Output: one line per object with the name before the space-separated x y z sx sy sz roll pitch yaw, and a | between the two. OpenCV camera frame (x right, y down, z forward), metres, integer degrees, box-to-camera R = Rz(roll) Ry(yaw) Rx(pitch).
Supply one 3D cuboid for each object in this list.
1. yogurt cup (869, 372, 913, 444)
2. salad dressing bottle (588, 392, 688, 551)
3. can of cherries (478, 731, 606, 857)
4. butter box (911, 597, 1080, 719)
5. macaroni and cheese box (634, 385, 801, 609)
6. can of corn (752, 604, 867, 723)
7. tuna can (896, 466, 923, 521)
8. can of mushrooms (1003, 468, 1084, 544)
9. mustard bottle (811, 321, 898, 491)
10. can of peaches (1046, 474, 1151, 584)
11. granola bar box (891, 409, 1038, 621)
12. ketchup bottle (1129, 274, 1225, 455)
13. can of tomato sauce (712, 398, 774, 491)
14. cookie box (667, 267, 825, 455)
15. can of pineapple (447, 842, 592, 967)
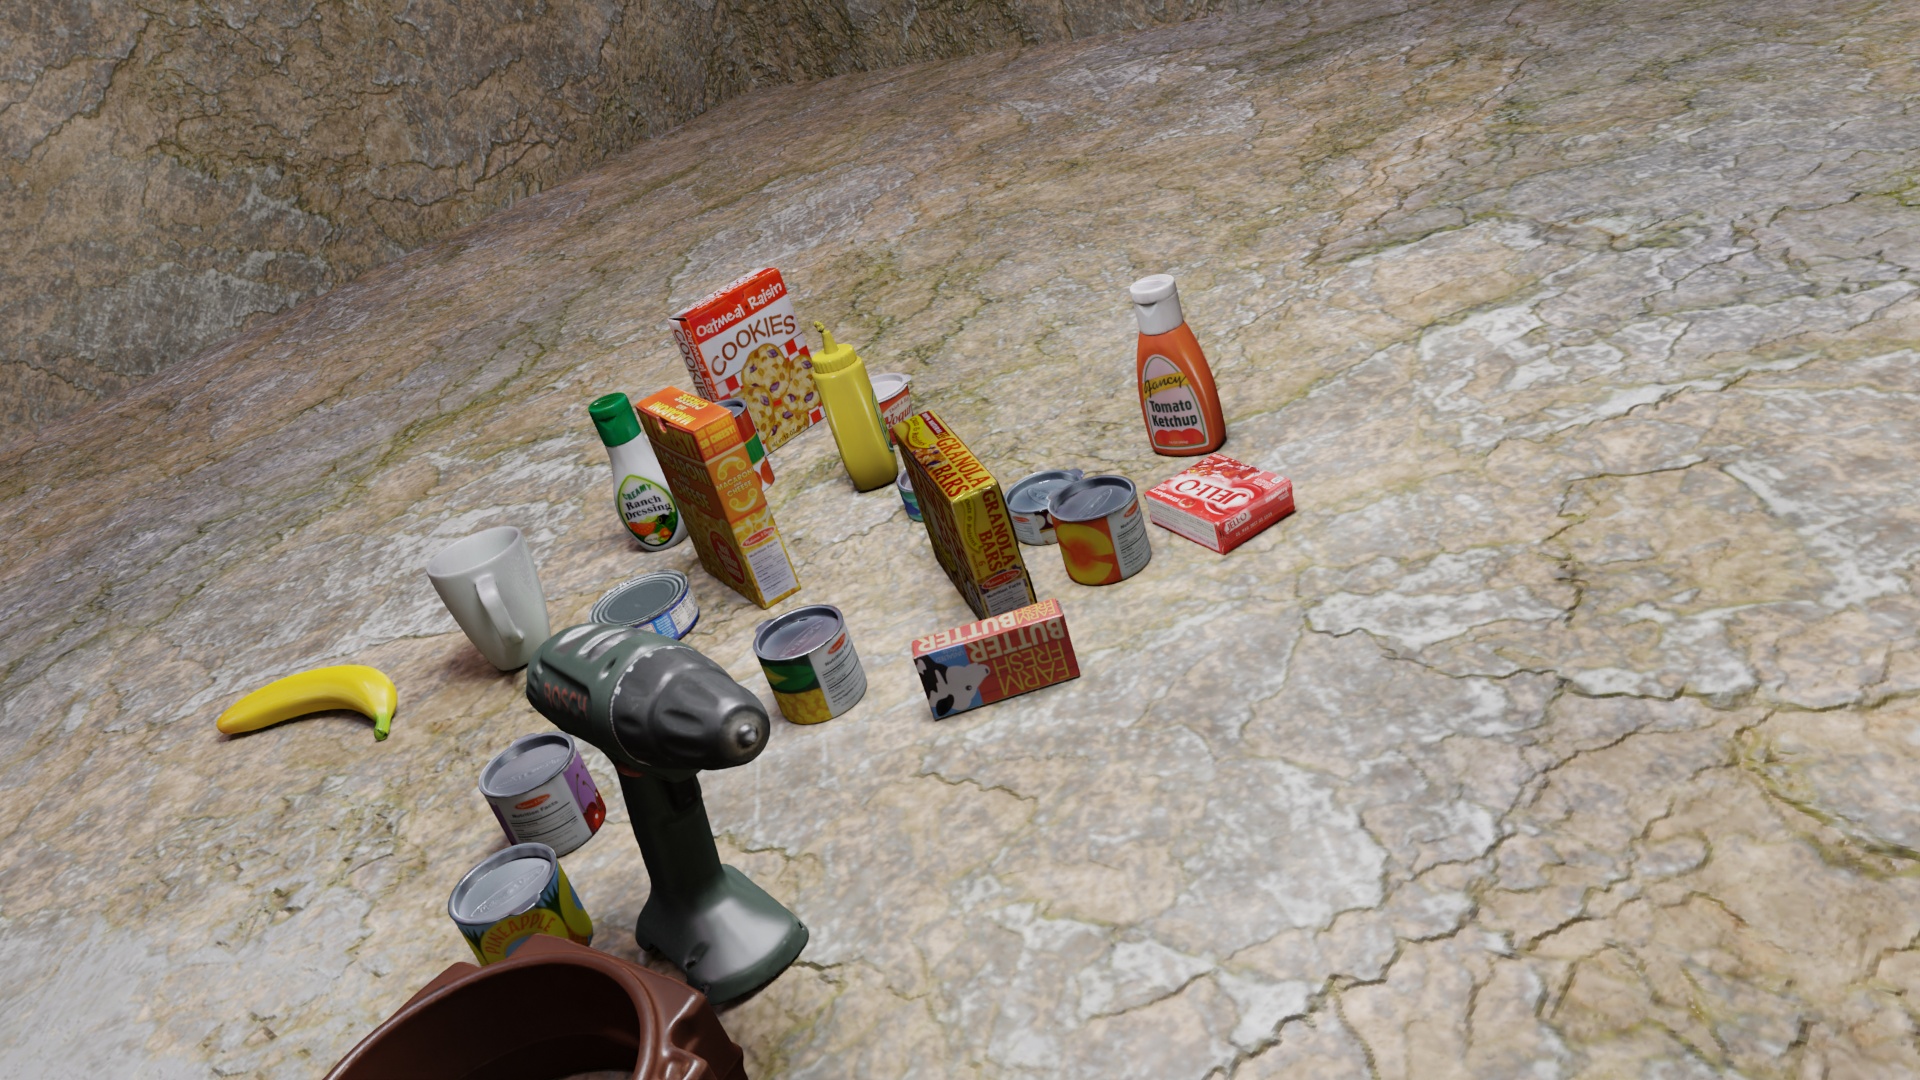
yogurt cup | -0.077 -0.126 1.358 0.072 0.053 0.073 -14 27 8
salad dressing bottle | -0.296 -0.063 1.273 0.064 0.147 0.044 -14 27 8
can of cherries | -0.278 0.170 0.930 0.071 0.058 0.072 -14 27 8
butter box | 0.024 0.078 0.922 0.103 0.053 0.024 -17 27 2
macaroni and cheese box | -0.201 -0.036 1.146 0.040 0.165 0.124 -31 30 -24
can of corn | -0.107 0.087 0.980 0.071 0.058 0.071 -14 27 8
tuna can | -0.021 -0.046 1.201 0.071 0.032 0.071 -14 27 8
can of mushrooms | 0.072 -0.028 1.110 0.071 0.033 0.071 -14 27 8
mustard bottle | -0.100 -0.125 1.255 0.049 0.159 0.065 -18 27 1
can of peaches | 0.102 -0.008 1.029 0.071 0.057 0.071 -14 27 8
granola bar box | 0.004 -0.013 1.025 0.039 0.123 0.166 -22 27 -8
ketchup bottle | 0.172 -0.143 1.135 0.064 0.148 0.044 1 33 33
can of tomato sauce | -0.225 -0.085 1.340 0.071 0.082 0.071 -14 27 8
cookie box | -0.210 -0.176 1.408 0.040 0.166 0.123 11 39 44
can of pineapple | -0.258 0.223 0.820 0.071 0.057 0.071 -14 27 8
